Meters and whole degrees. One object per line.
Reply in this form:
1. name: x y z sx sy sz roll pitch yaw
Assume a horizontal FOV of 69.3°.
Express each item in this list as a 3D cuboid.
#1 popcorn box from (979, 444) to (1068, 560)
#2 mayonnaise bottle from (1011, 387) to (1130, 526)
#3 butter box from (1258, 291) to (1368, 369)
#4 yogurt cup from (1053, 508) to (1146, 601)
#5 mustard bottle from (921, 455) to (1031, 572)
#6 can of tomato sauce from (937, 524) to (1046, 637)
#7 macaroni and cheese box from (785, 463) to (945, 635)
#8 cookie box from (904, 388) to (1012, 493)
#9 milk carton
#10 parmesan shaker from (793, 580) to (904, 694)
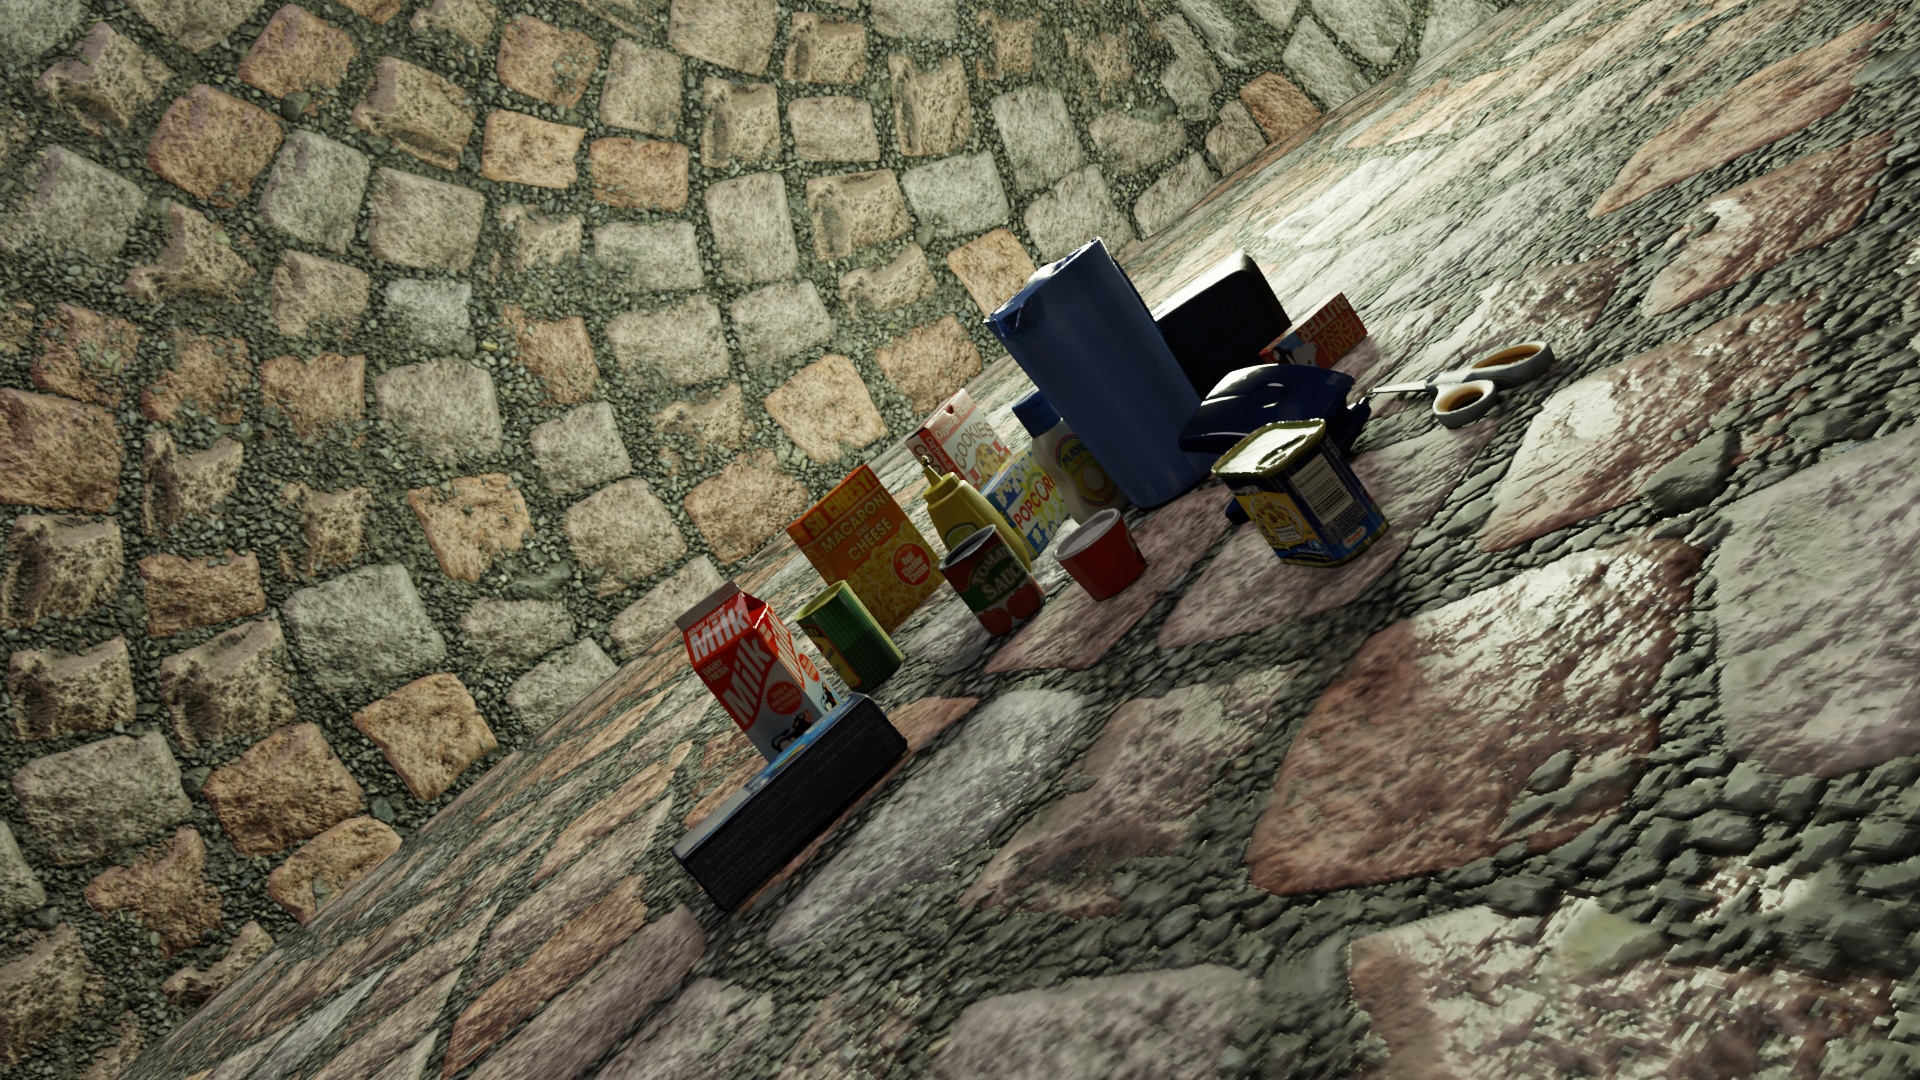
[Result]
1. popcorn box: 0.068 -0.038 1.492 0.038 0.085 0.127 -30 12 35
2. mayonnaise bottle: 0.107 -0.083 1.380 0.065 0.148 0.041 -40 10 -16
3. butter box: 0.341 -0.190 1.340 0.104 0.053 0.024 -40 10 -16
4. yogurt cup: 0.120 0.014 1.174 0.072 0.054 0.072 -36 10 8
5. mustard bottle: 0.005 -0.018 1.399 0.065 0.160 0.049 -31 12 30
6. can of tomato sauce: 0.031 0.038 1.285 0.071 0.083 0.071 -36 10 8
7. macaroni and cheese box: -0.106 0.014 1.613 0.124 0.166 0.040 -44 12 -34
8. cookie box: 0.019 -0.082 1.616 0.040 0.167 0.123 -31 12 32
9. milk carton: -0.179 0.129 1.279 0.072 0.190 0.073 -36 10 10
10. parmesan shaker: -0.114 0.101 1.430 0.071 0.103 0.071 -36 10 8
